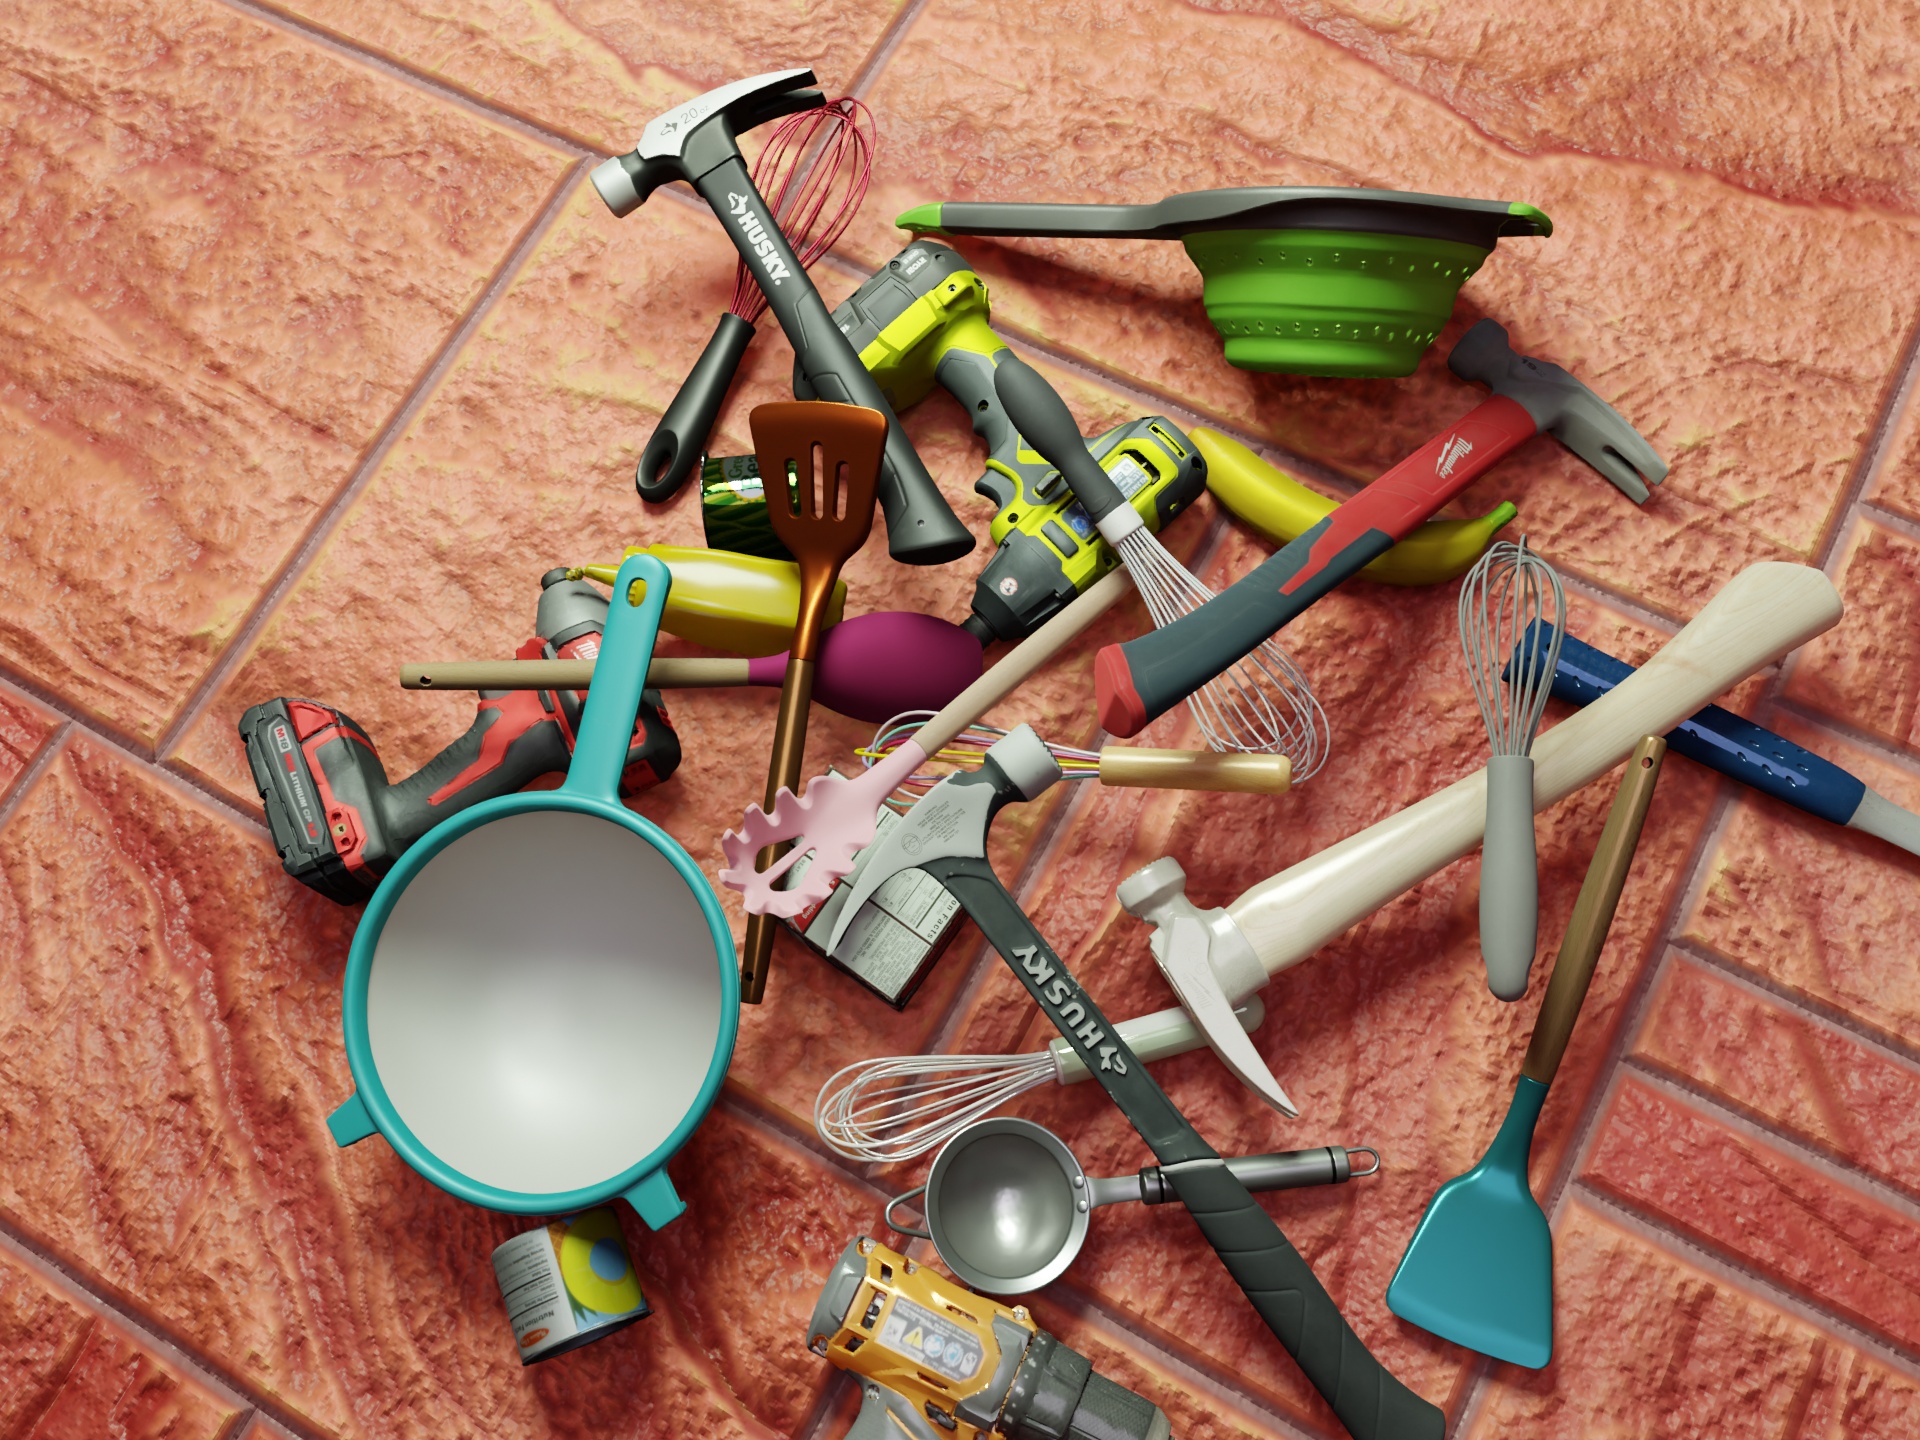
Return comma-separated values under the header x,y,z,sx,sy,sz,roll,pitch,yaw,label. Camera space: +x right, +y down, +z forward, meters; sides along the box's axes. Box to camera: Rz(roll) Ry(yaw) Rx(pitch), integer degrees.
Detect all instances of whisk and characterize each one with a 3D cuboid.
x,y,z,sx,sy,sz,roll,pitch,yaw,label
0.056,0.025,0.867,0.245,0.047,0.051,3,65,19,whisk
0.107,-0.082,0.872,0.070,0.070,0.284,-36,91,-8,whisk
0.278,0.021,0.801,0.055,0.055,0.239,4,78,6,whisk
-0.131,-0.268,1.004,0.073,0.073,0.296,23,81,12,whisk
0.043,0.182,0.840,0.246,0.058,0.059,-15,106,-5,whisk

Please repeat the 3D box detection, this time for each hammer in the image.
x,y,z,sx,sy,sz,roll,pitch,yaw,label
0.492,0.046,0.852,0.405,0.035,0.144,28,76,13,hammer
-0.082,-0.229,0.913,0.146,0.035,0.335,-31,73,4,hammer
0.097,0.205,0.781,0.149,0.036,0.409,-37,87,0,hammer
0.225,-0.091,0.860,0.386,0.038,0.143,-35,71,-27,hammer
0.292,0.045,0.835,0.410,0.038,0.146,-31,73,-4,hammer

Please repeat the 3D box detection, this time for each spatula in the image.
x,y,z,sx,sy,sz,roll,pitch,yaw,label
0.301,0.159,0.800,0.082,0.044,0.317,18,92,14,spatula
-0.093,-0.009,0.855,0.081,0.041,0.323,6,84,16,spatula

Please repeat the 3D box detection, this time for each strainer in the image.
x,y,z,sx,sy,sz,roll,pitch,yaw,label
0.090,0.241,0.815,0.258,0.050,0.087,-5,71,-4,strainer
-0.194,0.084,0.849,0.211,0.095,0.340,11,83,10,strainer

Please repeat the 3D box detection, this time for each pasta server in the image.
x,y,z,sx,sy,sz,roll,pitch,yaw,label
-0.001,-0.003,0.853,0.316,0.040,0.060,-40,84,-21,pasta server

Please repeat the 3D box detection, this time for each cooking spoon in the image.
x,y,z,sx,sy,sz,roll,pitch,yaw,label
-0.144,-0.026,0.881,0.319,0.017,0.068,-1,111,-10,cooking spoon

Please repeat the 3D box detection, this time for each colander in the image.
x,y,z,sx,sy,sz,roll,pitch,yaw,label
0.139,-0.259,0.952,0.397,0.204,0.094,9,103,25,colander

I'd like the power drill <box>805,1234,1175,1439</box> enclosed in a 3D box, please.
x,y,z,sx,sy,sz,roll,pitch,yaw,label
-0.017,0.388,0.758,0.185,0.084,0.226,22,70,12,power drill

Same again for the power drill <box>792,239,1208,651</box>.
x,y,z,sx,sy,sz,roll,pitch,yaw,label
0.010,-0.161,0.944,0.171,0.080,0.223,-43,76,-5,power drill

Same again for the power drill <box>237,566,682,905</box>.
x,y,z,sx,sy,sz,roll,pitch,yaw,label
-0.283,0.005,0.913,0.219,0.078,0.143,-23,72,-7,power drill
